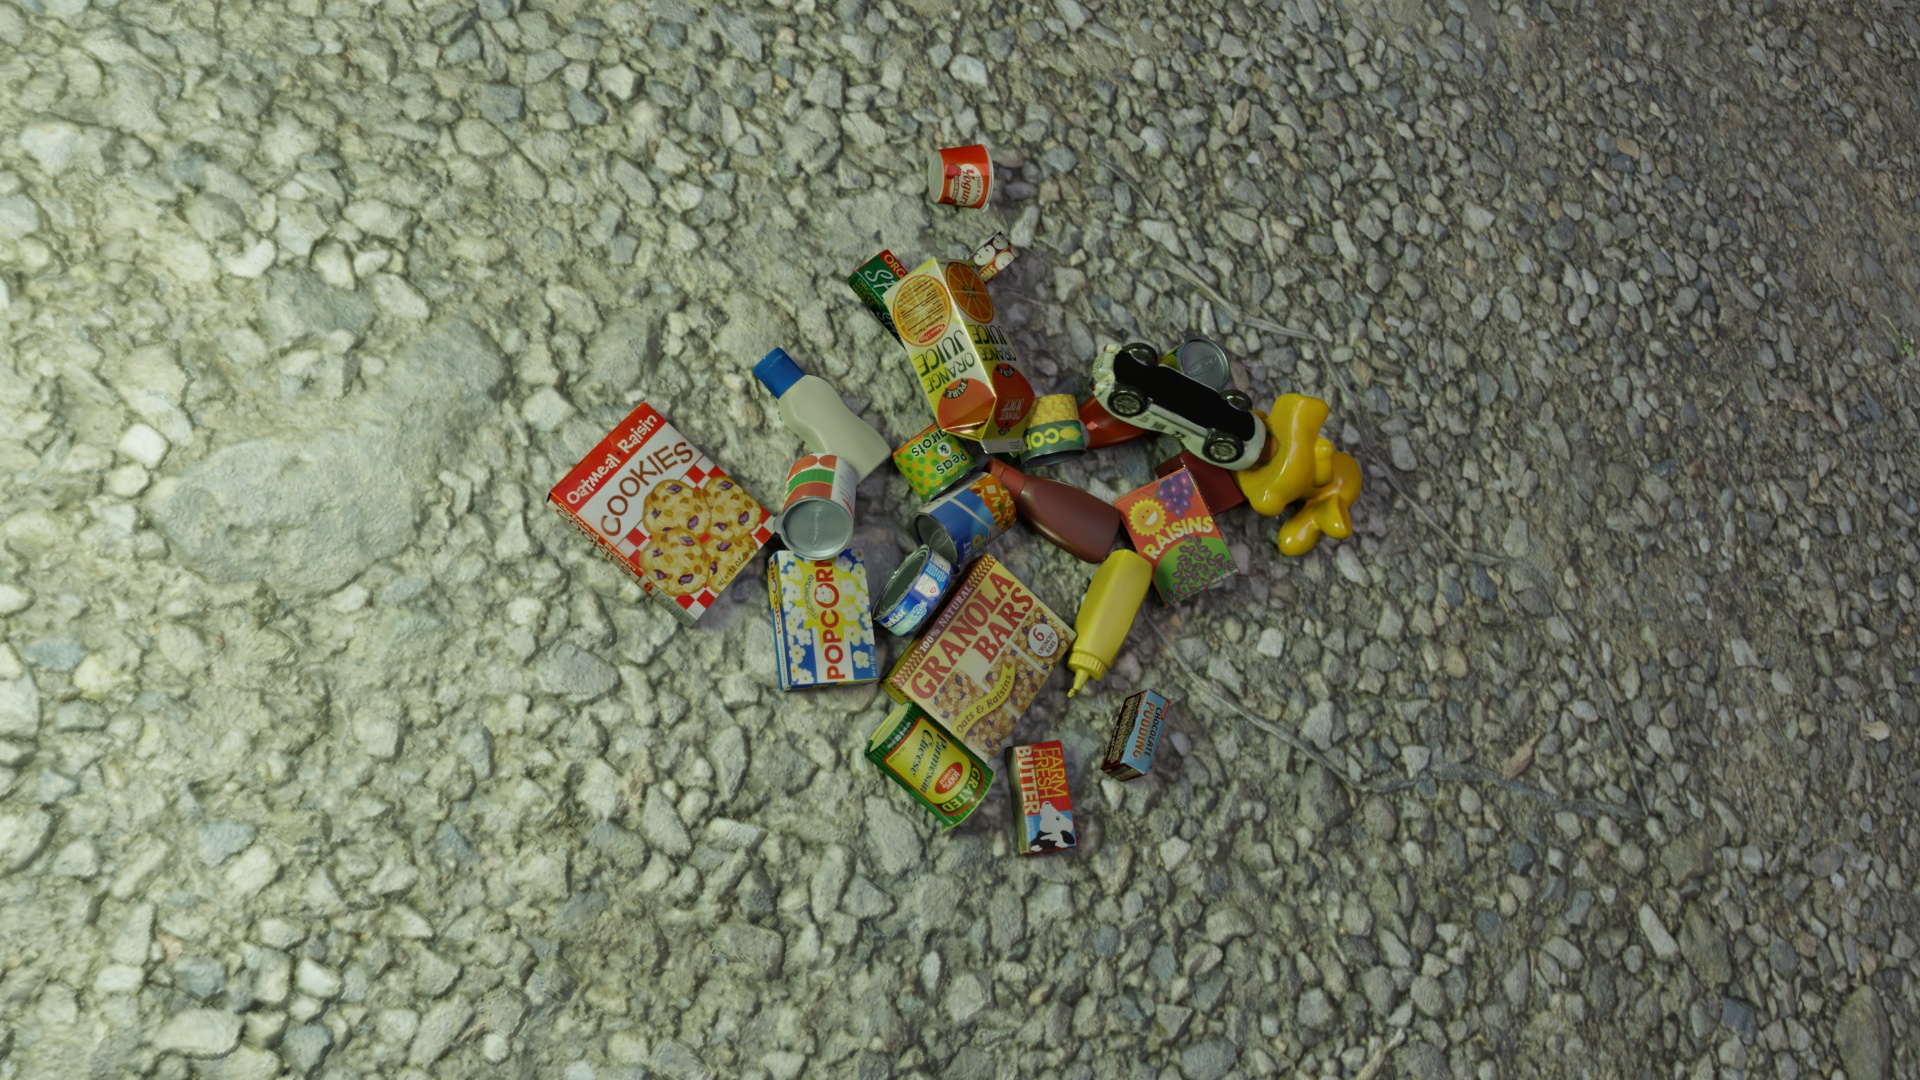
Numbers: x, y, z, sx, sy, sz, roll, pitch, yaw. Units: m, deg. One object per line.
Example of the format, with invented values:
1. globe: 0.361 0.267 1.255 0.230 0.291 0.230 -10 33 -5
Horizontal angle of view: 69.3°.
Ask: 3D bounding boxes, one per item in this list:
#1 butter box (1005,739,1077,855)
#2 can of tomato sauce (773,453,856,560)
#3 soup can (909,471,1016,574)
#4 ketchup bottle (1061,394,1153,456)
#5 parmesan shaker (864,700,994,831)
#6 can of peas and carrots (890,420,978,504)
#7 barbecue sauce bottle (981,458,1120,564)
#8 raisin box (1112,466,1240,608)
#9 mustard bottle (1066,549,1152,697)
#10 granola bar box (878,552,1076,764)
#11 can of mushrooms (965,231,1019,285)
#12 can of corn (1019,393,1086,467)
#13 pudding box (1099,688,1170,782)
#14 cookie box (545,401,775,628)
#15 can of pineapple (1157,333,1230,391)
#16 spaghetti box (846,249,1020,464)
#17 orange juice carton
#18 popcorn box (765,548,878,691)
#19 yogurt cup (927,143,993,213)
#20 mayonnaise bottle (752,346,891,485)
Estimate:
1. butter box: 0.076 0.244 1.323 0.053 0.024 0.103 -2 75 -25
2. can of tomato sauce: -0.131 -0.032 1.267 0.071 0.071 0.083 26 28 -17
3. soup can: 0.005 -0.017 1.346 0.084 0.071 0.071 -35 91 -30
4. ketchup bottle: 0.151 -0.126 1.463 0.149 0.043 0.065 -26 84 -29
5. parmesan shaker: -0.031 0.205 1.261 0.103 0.071 0.071 42 62 -8
6. can of peas and carrots: -0.025 -0.078 1.348 0.071 0.070 0.058 -37 92 -30
7. barbecue sauce bottle: 0.088 -0.034 1.405 0.148 0.043 0.065 27 66 -15
8. raisin box: 0.224 -0.004 1.438 0.086 0.040 0.123 -27 86 12
9. mustard bottle: 0.141 0.088 1.383 0.049 0.065 0.161 29 70 -11
10. granola bar box: 0.018 0.114 1.327 0.124 0.039 0.166 43 61 -9
11. can of mushrooms: 0.026 -0.286 1.439 0.033 0.071 0.071 49 61 -6
12. can of corn: 0.086 -0.109 1.379 0.071 0.071 0.058 -7 81 -27
13. pudding box: 0.173 0.193 1.371 0.030 0.049 0.084 30 64 -13
14. cookie box: -0.262 -0.024 1.235 0.167 0.040 0.123 43 61 -8
15. can of pineapple: 0.251 -0.184 1.521 0.071 0.057 0.071 8 71 -24
16. spaghetti box: -0.016 -0.186 1.410 0.250 0.028 0.050 49 60 -5
17. orange juice carton: 0.006 -0.171 1.338 0.072 0.073 0.193 -10 74 -56
18. popcorn box: -0.127 0.072 1.271 0.085 0.038 0.127 -2 75 -26
19. yogurt cup: -0.001 -0.382 1.460 0.054 0.072 0.072 -4 76 -18
20. mayonnaise bottle: -0.136 -0.118 1.326 0.148 0.041 0.065 48 60 -4
